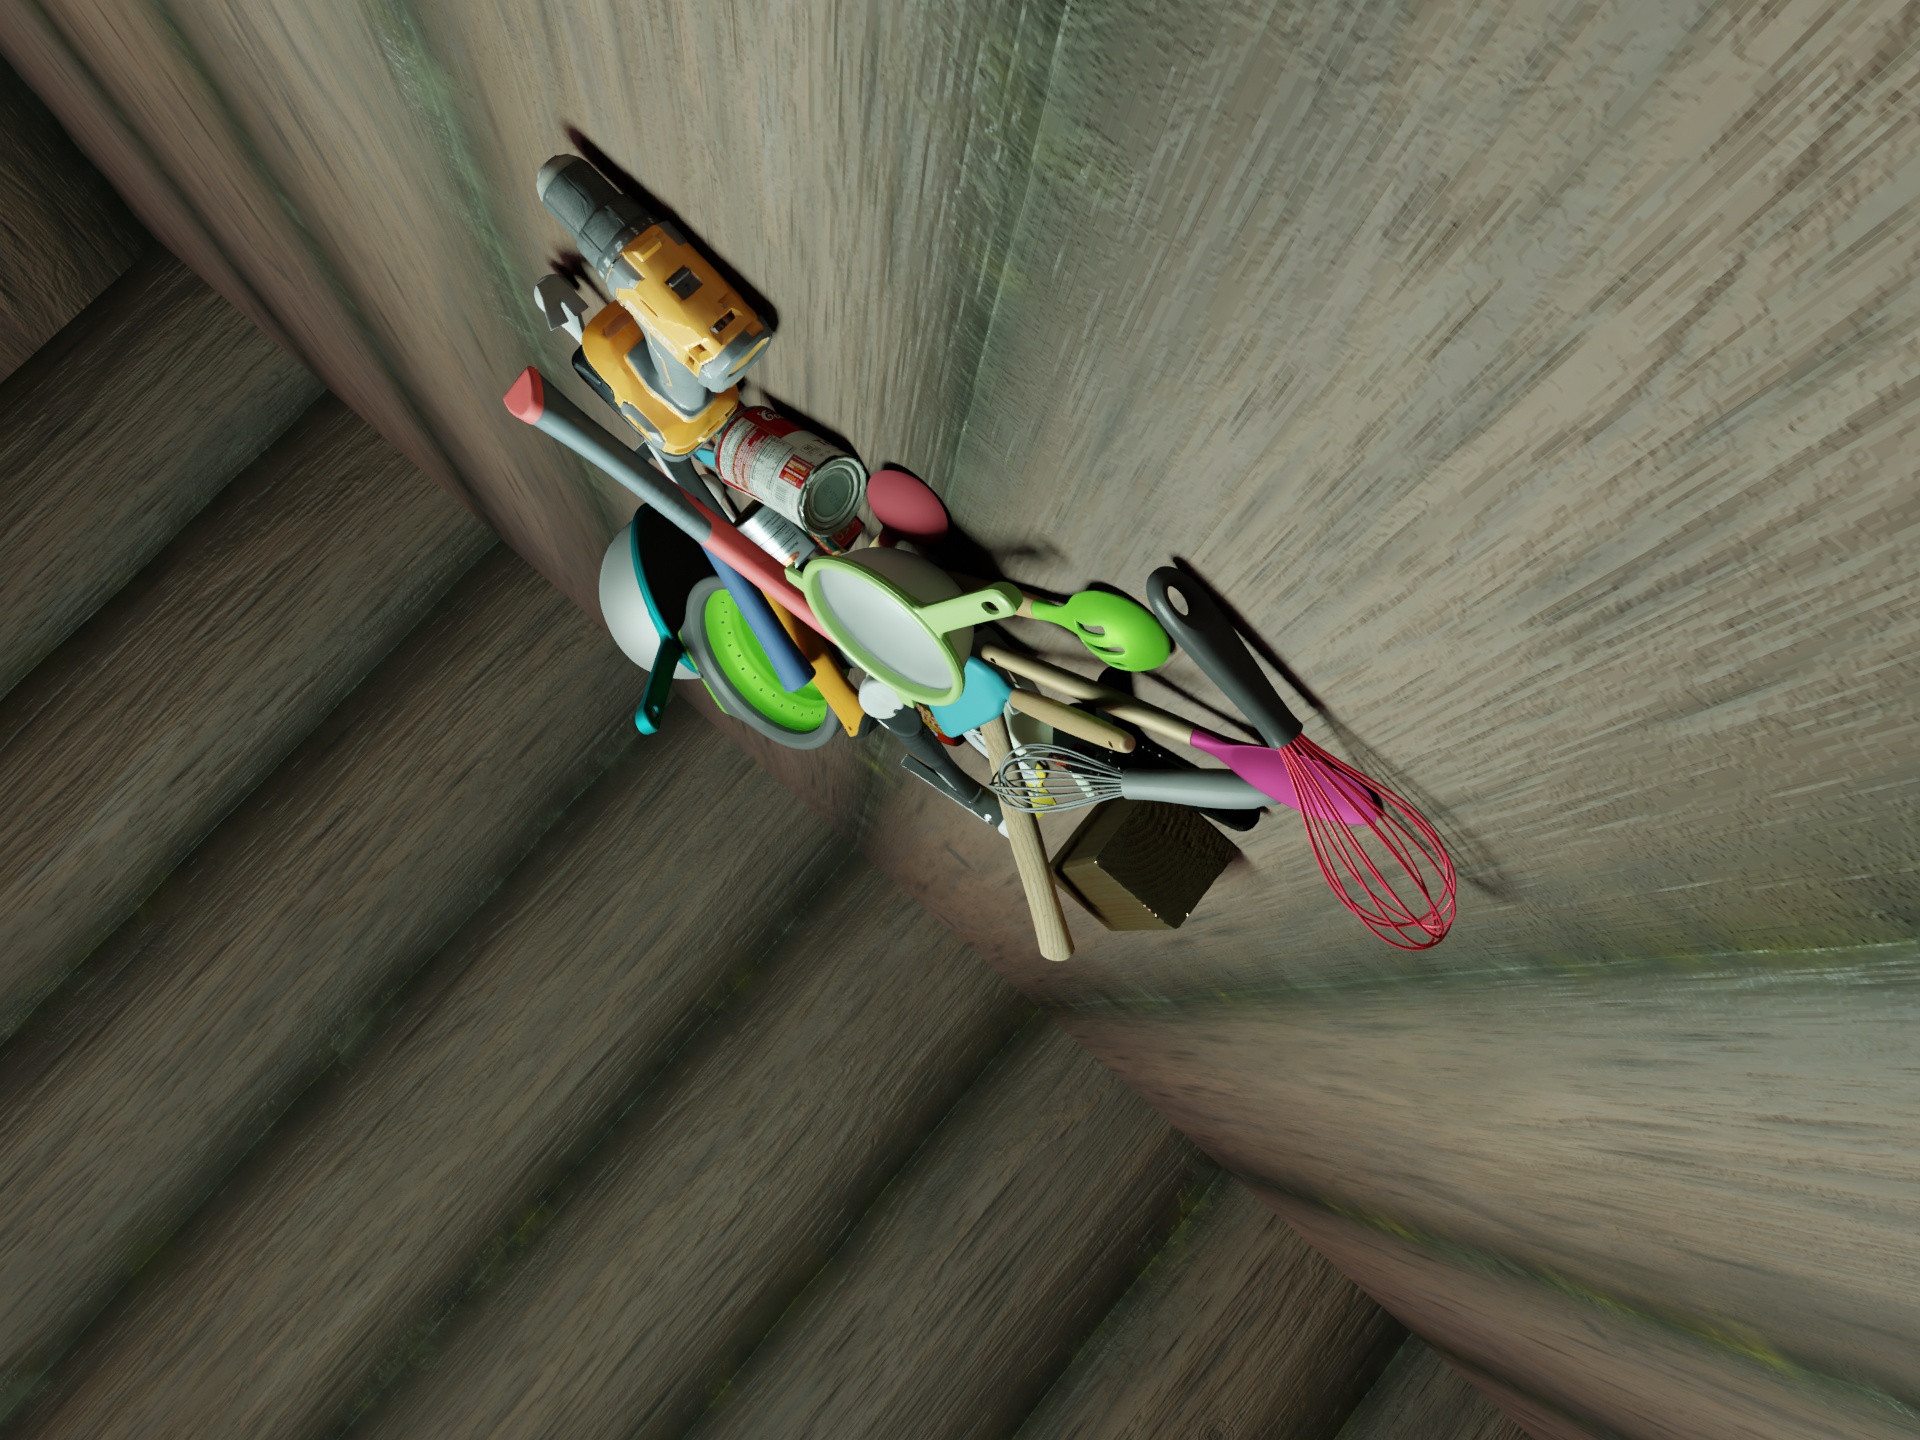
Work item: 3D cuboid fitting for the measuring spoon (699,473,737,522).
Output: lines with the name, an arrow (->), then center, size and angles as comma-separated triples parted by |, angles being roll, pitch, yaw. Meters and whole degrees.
measuring spoon -> -0.231, -0.215, 1.585 | 0.034, 0.018, 0.124 | 36, 174, 22

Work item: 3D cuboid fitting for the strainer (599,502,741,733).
strainer -> -0.335, -0.088, 1.702 | 0.210, 0.095, 0.341 | 58, -159, -34

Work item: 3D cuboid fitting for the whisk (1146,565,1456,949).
whisk -> 0.204, 0.024, 0.943 | 0.295, 0.073, 0.073 | 50, 167, -13

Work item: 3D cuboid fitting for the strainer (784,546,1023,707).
strainer -> -0.016, -0.089, 1.151 | 0.151, 0.069, 0.256 | 47, 156, -18

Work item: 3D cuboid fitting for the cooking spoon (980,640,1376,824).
cooking spoon -> 0.139, 0.001, 1.082 | 0.319, 0.017, 0.068 | 24, 155, 33

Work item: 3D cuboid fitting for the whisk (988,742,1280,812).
whisk -> 0.124, 0.046, 1.148 | 0.239, 0.055, 0.055 | 2, 146, 34

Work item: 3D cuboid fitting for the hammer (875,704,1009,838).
hammer -> -0.026, 0.033, 1.509 | 0.146, 0.035, 0.334 | 34, 174, 20

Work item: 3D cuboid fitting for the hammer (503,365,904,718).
hammer -> -0.191, -0.154, 1.277 | 0.386, 0.038, 0.143 | 38, -153, -19

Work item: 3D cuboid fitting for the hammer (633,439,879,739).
hammer -> -0.185, -0.122, 1.465 | 0.336, 0.034, 0.127 | 55, 144, -10

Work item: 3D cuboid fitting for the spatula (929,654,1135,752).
spatula -> 0.045, -0.006, 1.174 | 0.082, 0.044, 0.318 | 65, 165, -18

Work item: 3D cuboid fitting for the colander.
colander -> -0.121, -0.083, 1.549 | 0.397, 0.094, 0.204 | -4, 120, 49

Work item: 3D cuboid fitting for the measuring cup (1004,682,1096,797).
measuring cup -> 0.074, 0.031, 1.423 | 0.083, 0.038, 0.167 | 27, 159, 51

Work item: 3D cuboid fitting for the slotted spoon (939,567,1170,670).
slotted spoon -> 0.044, -0.082, 1.142 | 0.070, 0.031, 0.314 | 54, 165, -28

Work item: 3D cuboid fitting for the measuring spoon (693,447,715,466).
measuring spoon -> -0.203, -0.210, 1.329 | 0.042, 0.021, 0.129 | 49, 166, -32

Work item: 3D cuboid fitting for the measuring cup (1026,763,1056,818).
measuring cup -> 0.067, 0.067, 1.595 | 0.062, 0.029, 0.156 | 40, 171, 8

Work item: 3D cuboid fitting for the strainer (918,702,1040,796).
strainer -> -0.002, -0.005, 1.436 | 0.258, 0.050, 0.087 | 34, 172, -37

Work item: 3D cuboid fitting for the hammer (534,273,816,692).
hammer -> -0.239, -0.195, 1.359 | 0.405, 0.035, 0.144 | 59, 176, -22

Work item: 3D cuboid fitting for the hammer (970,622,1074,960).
hammer -> 0.048, 0.066, 1.365 | 0.130, 0.031, 0.331 | 22, 135, 54

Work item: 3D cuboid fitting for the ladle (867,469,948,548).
ladle -> -0.062, -0.142, 1.270 | 0.069, 0.031, 0.315 | 40, 170, -5

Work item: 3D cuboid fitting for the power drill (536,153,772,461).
power drill -> -0.228, -0.291, 1.137 | 0.185, 0.084, 0.226 | 45, 164, -5
